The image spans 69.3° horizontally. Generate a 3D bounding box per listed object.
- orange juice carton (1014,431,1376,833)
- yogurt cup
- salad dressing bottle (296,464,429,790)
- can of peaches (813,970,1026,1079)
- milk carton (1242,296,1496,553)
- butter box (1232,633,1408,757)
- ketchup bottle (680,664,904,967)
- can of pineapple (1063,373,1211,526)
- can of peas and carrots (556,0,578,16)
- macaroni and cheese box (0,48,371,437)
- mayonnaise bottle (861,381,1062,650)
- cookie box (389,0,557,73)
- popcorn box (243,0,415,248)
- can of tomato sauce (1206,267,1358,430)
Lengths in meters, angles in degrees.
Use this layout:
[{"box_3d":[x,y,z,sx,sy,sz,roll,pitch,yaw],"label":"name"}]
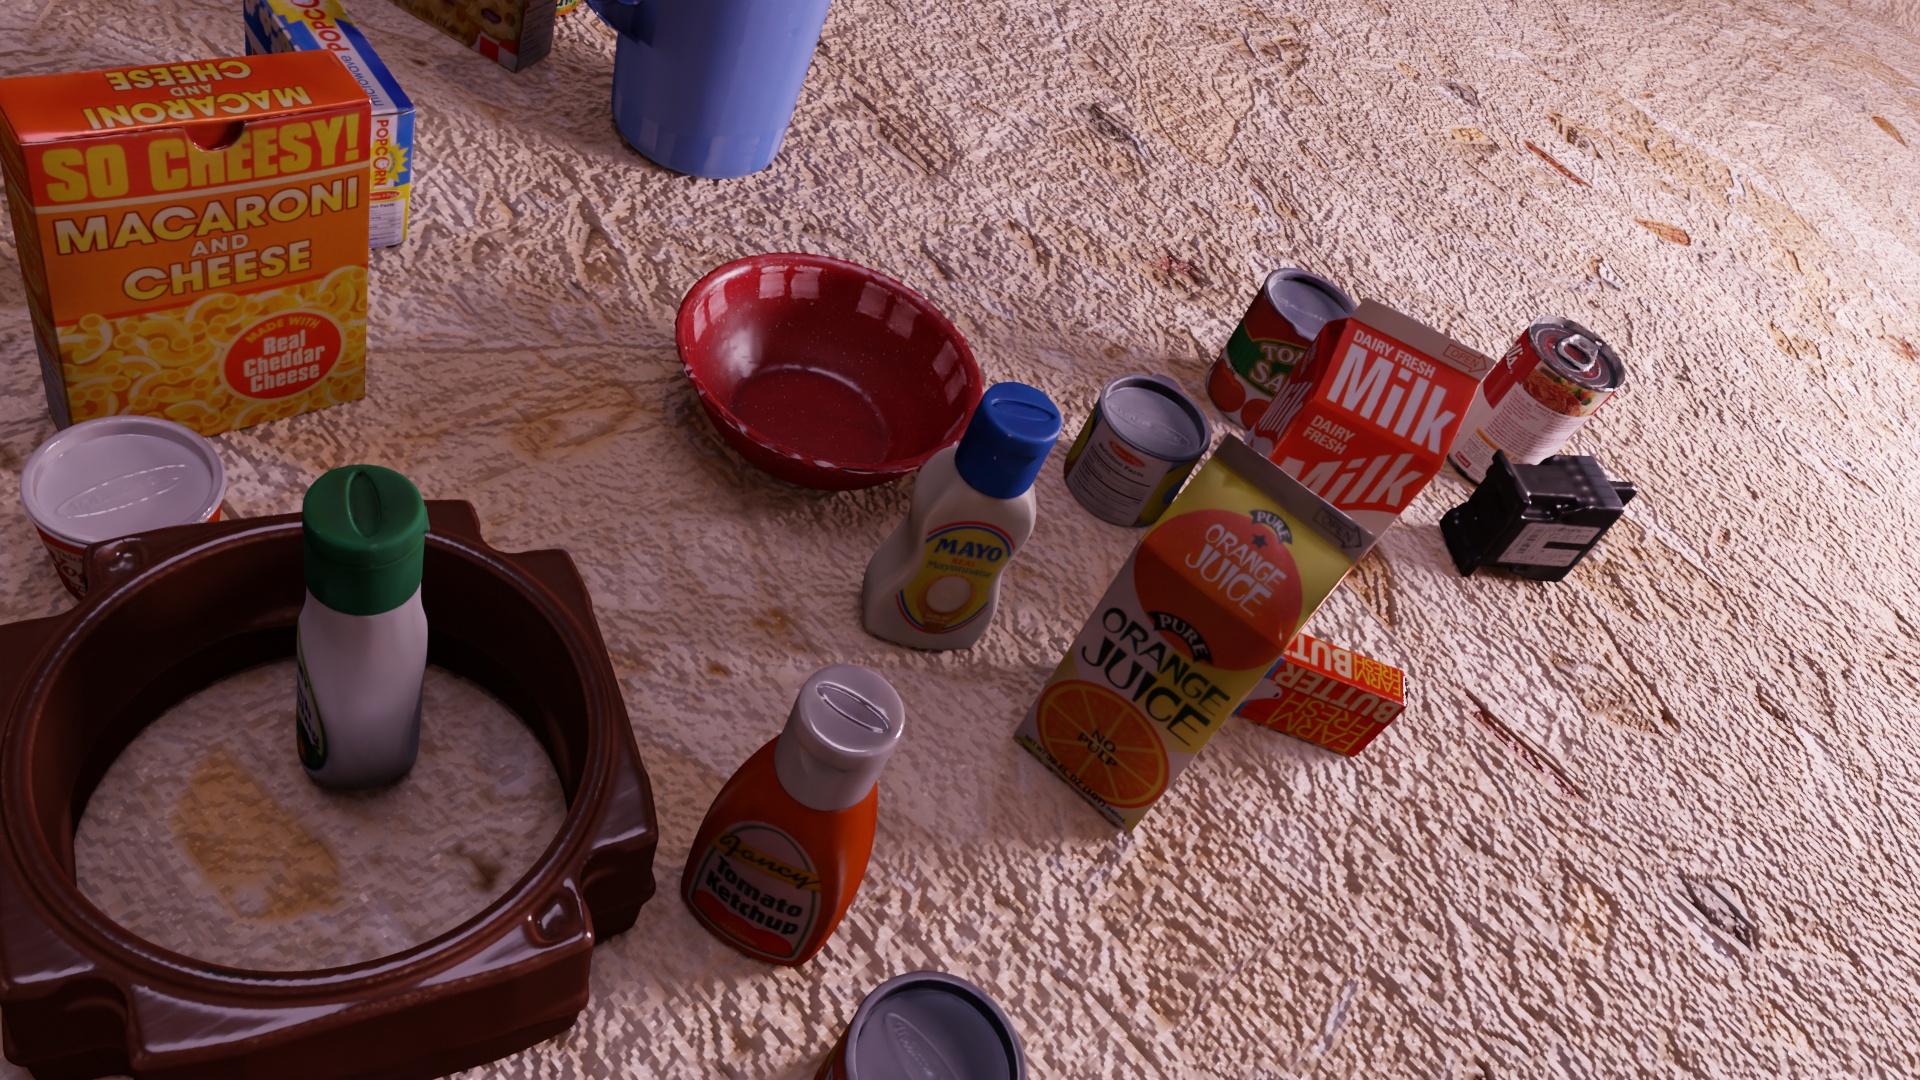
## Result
[{"box_3d":[0.101,0.038,0.602,0.072,0.191,0.073,40,46,12],"label":"orange juice carton"},{"box_3d":[-0.327,-0.008,0.547,0.072,0.053,0.073,13,47,-14],"label":"yogurt cup"},{"box_3d":[-0.213,0.034,0.495,0.044,0.146,0.064,-4,53,-27],"label":"salad dressing bottle"},{"box_3d":[-0.019,0.199,0.498,0.071,0.057,0.071,13,47,-14],"label":"can of peaches"},{"box_3d":[0.188,-0.040,0.713,0.072,0.189,0.074,26,45,-1],"label":"milk carton"},{"box_3d":[0.166,0.072,0.699,0.103,0.052,0.024,20,45,-6],"label":"butter box"},{"box_3d":[-0.058,0.100,0.505,0.065,0.148,0.044,30,45,4],"label":"ketchup bottle"},{"box_3d":[0.099,-0.051,0.776,0.071,0.057,0.071,13,47,-14],"label":"can of pineapple"},{"box_3d":[-0.276,-0.383,0.904,0.071,0.058,0.071,13,47,-14],"label":"can of peas and carrots"},{"box_3d":[-0.310,-0.113,0.570,0.124,0.165,0.040,-23,63,-38],"label":"macaroni and cheese box"},{"box_3d":[0.002,-0.008,0.630,0.065,0.147,0.041,11,47,-16],"label":"mayonnaise bottle"},{"box_3d":[-0.294,-0.383,0.819,0.123,0.166,0.040,31,45,4],"label":"cookie box"},{"box_3d":[-0.328,-0.223,0.718,0.038,0.084,0.127,-21,62,-37],"label":"popcorn box"},{"box_3d":[0.199,-0.115,0.861,0.071,0.082,0.071,13,47,-14],"label":"can of tomato sauce"}]
